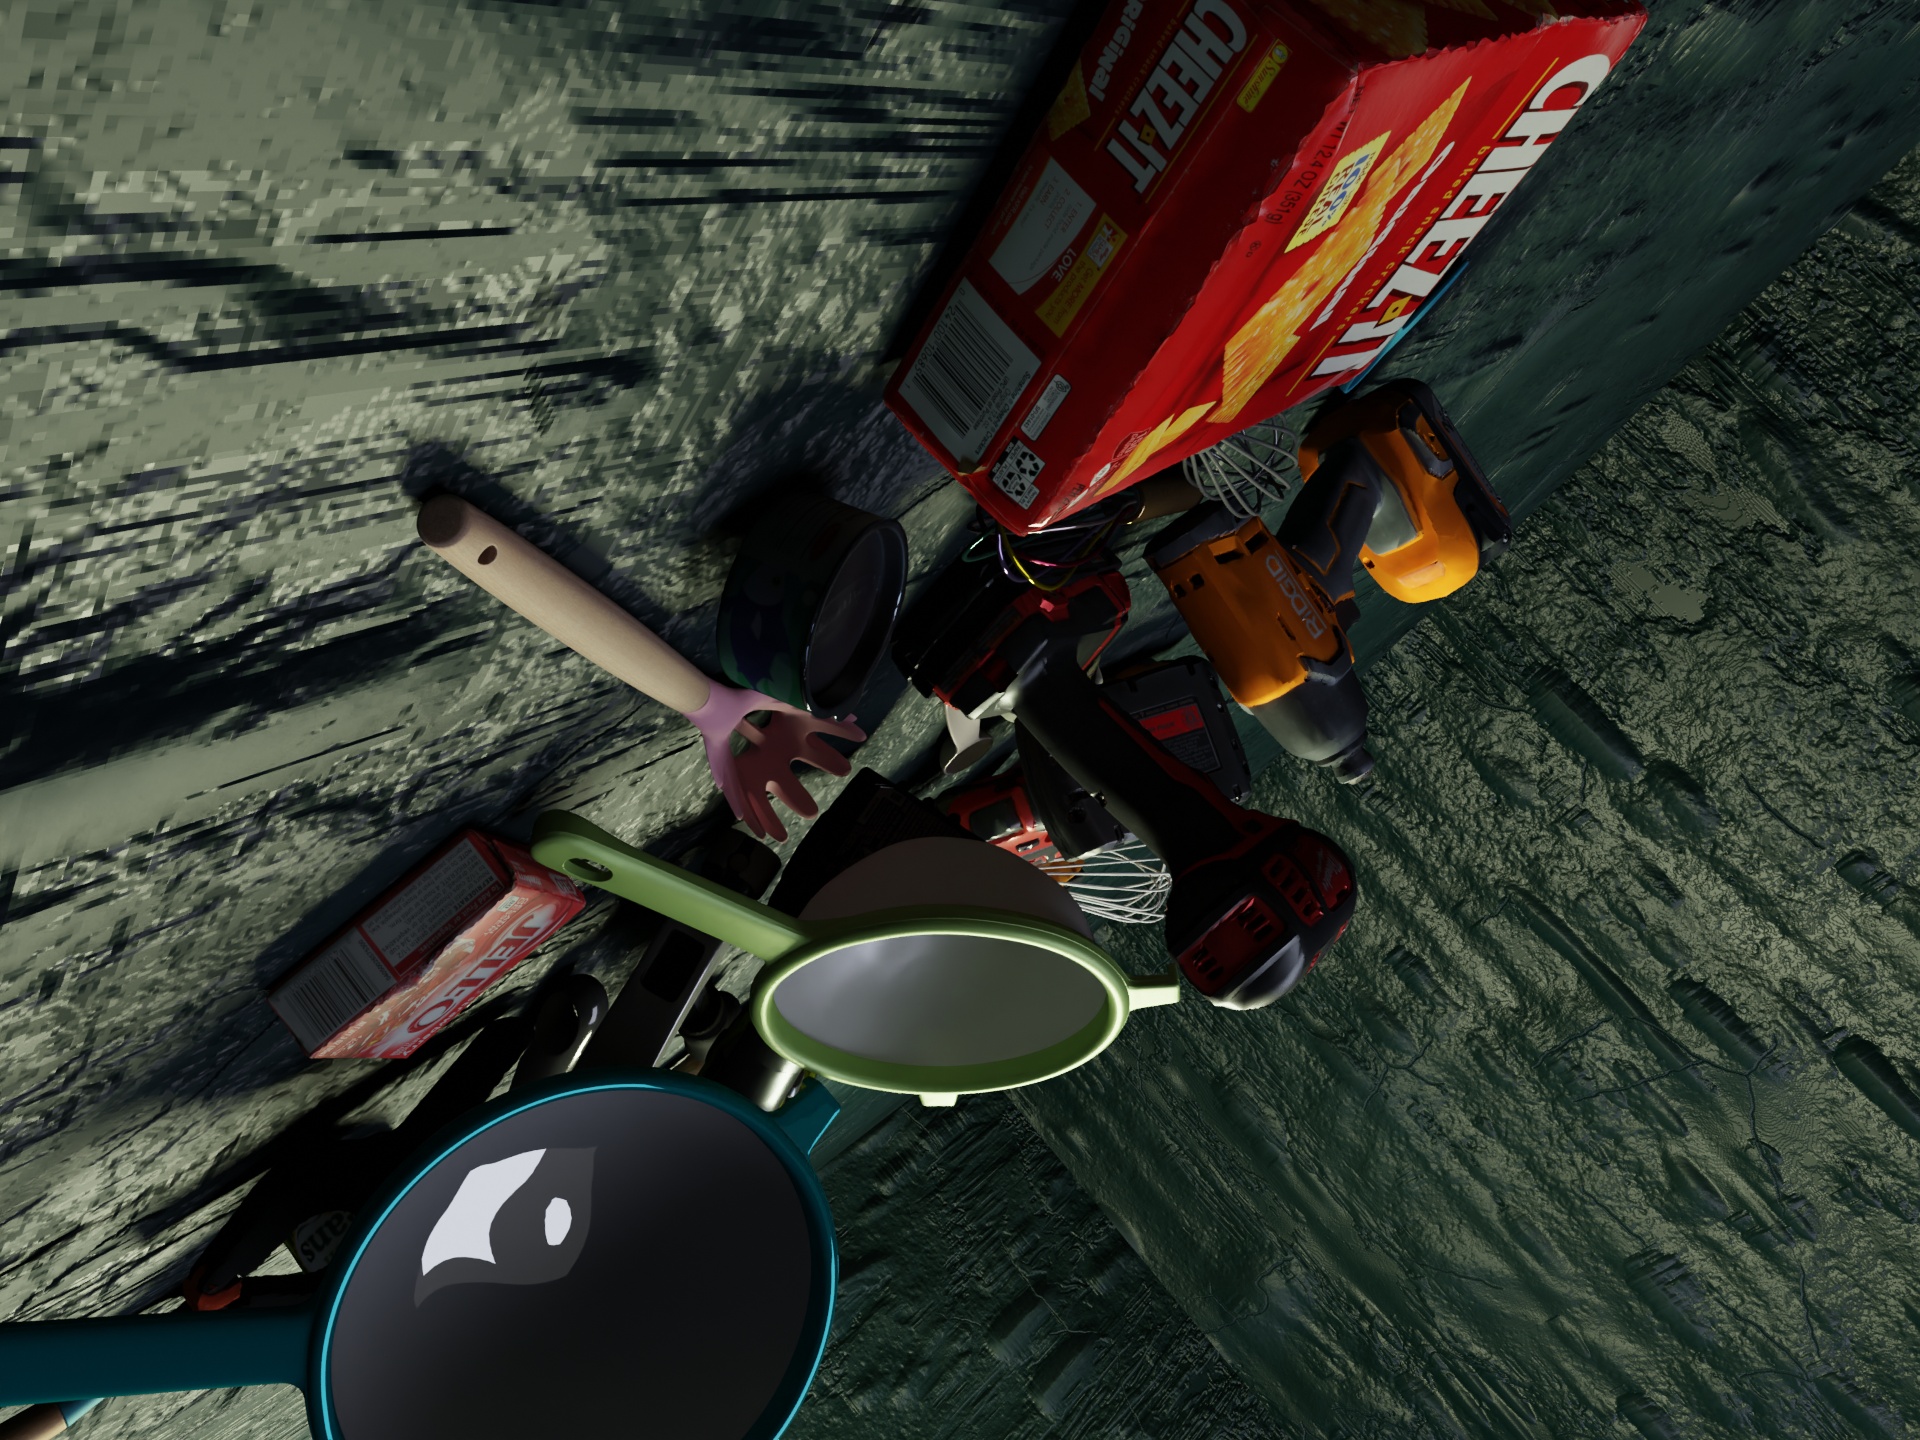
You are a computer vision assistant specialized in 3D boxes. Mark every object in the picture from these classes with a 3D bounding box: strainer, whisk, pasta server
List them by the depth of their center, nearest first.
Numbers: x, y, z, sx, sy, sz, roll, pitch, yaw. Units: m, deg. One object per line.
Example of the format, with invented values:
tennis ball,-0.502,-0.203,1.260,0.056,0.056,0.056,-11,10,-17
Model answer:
pasta server,-0.088,-0.011,0.505,0.060,0.040,0.316,-52,167,-4
strainer,-0.048,0.071,0.619,0.256,0.069,0.151,29,134,-31
strainer,-0.221,0.227,0.635,0.340,0.211,0.095,6,-175,-27
whisk,0.101,-0.126,0.666,0.055,0.055,0.239,-45,163,15
whisk,0.062,-0.089,0.681,0.051,0.047,0.245,-48,169,25
whisk,-0.235,0.222,0.823,0.073,0.073,0.295,-26,156,-49
whisk,0.037,0.097,1.025,0.284,0.070,0.070,4,140,-35

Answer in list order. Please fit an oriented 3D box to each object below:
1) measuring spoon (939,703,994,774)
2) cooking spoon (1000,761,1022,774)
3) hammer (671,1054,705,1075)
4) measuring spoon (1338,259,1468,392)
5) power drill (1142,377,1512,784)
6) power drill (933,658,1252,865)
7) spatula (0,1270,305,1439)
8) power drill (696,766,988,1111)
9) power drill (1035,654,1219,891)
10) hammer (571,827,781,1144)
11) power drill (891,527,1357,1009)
measuring spoon,-0.001,-0.003,0.863,0.034,0.018,0.124,-32,160,-10
cooking spoon,-0.051,0.155,1.094,0.319,0.017,0.069,-51,-156,10
hammer,-0.158,0.229,1.141,0.331,0.031,0.130,-36,166,-21
measuring spoon,0.227,-0.213,0.825,0.129,0.021,0.042,-44,172,-32
power drill,0.210,-0.077,0.862,0.226,0.164,0.084,-38,-173,-39
power drill,0.031,0.049,0.873,0.188,0.080,0.226,-16,172,-27
spatula,-0.399,0.314,0.663,0.317,0.082,0.044,-26,116,-40
power drill,-0.077,0.137,0.807,0.223,0.080,0.171,-58,179,34
power drill,0.093,0.044,1.161,0.185,0.084,0.226,-26,156,-55
hammer,-0.146,0.159,0.859,0.146,0.035,0.334,-59,177,-17
power drill,0.085,0.018,0.696,0.078,0.220,0.143,-47,166,25
